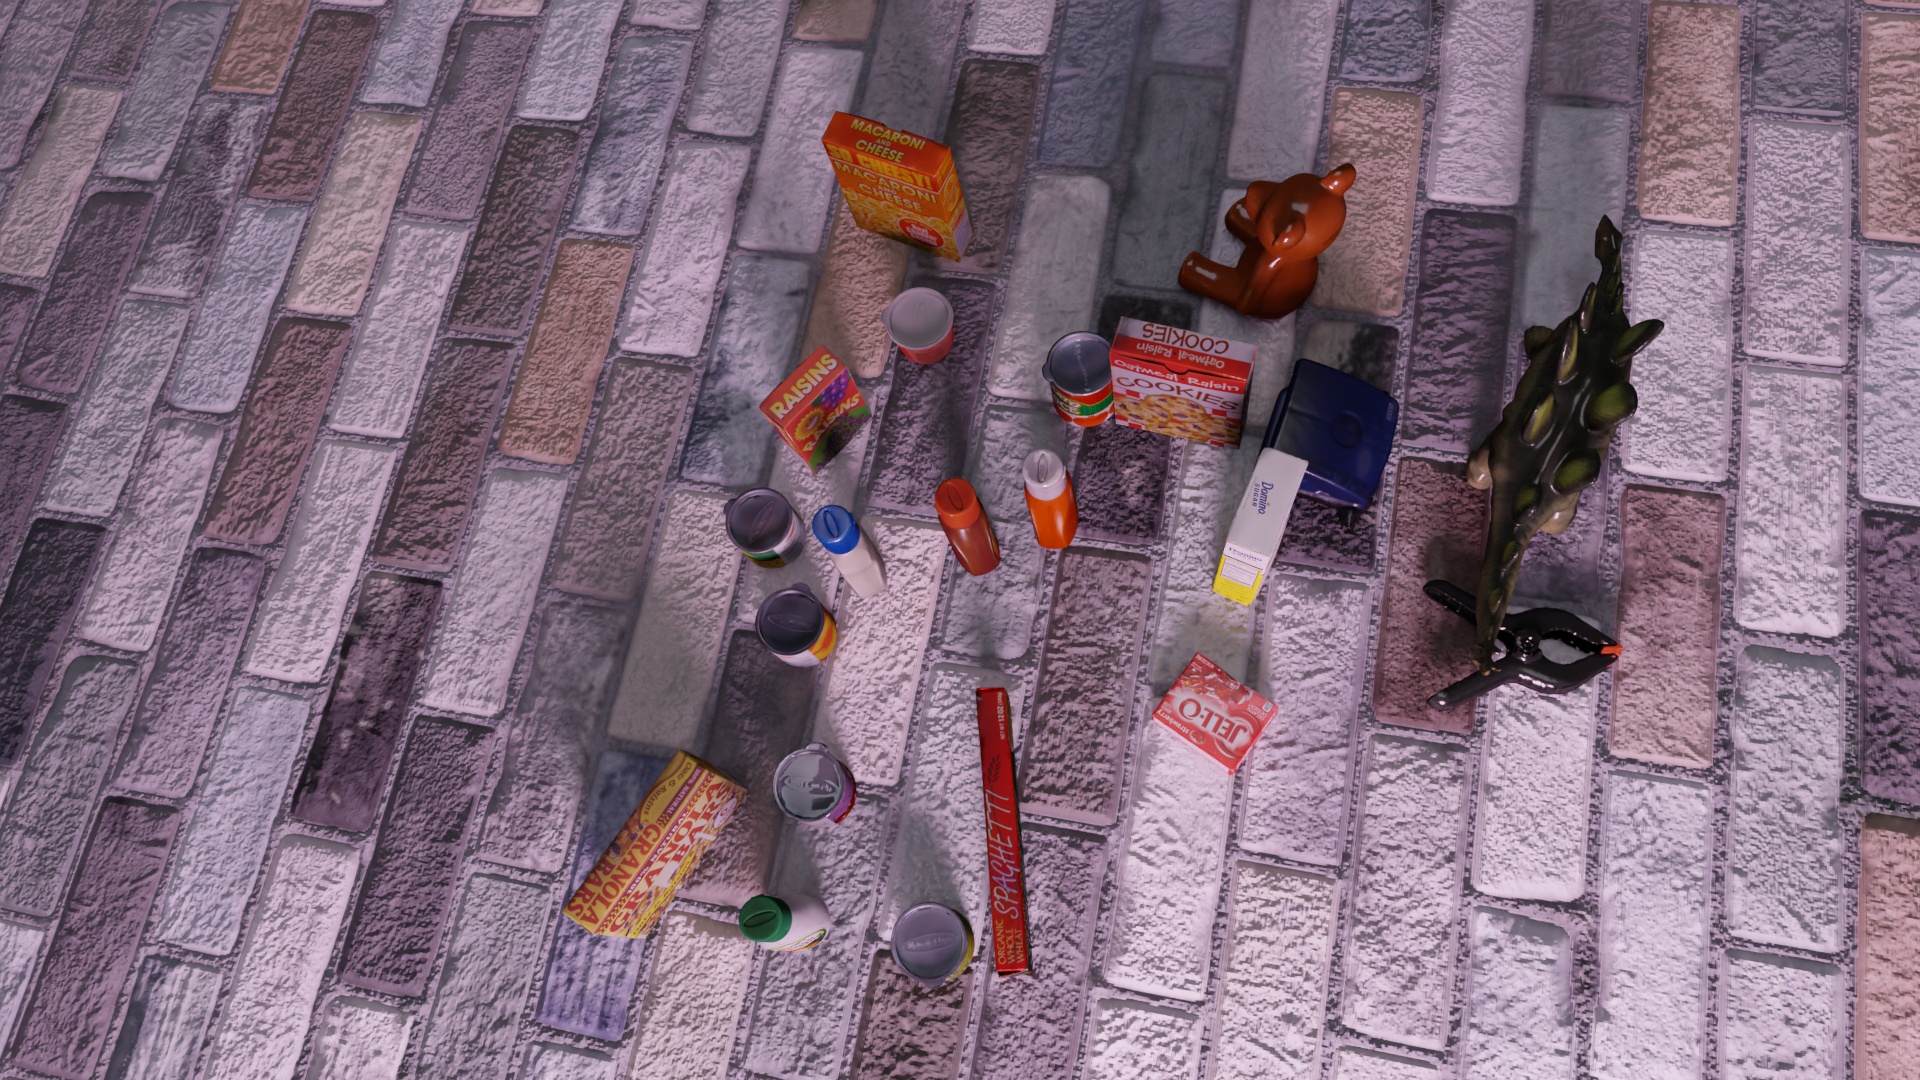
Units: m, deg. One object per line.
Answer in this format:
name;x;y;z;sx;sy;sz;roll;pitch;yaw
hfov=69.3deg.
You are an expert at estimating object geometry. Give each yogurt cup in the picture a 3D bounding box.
yogurt cup;-0.038;-0.213;1.396;0.072;0.054;0.072;-2;72;7

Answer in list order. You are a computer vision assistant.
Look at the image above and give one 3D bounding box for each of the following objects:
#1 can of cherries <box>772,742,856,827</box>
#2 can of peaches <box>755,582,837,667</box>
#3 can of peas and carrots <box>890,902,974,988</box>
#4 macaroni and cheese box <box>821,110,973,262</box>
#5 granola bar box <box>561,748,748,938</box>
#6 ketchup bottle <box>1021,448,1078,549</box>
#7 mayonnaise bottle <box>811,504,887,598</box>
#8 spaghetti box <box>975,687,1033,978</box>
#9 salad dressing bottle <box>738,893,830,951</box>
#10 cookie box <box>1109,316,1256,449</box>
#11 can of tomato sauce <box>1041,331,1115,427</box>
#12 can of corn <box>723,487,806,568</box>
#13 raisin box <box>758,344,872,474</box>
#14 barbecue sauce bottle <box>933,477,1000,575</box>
can of cherries;-0.130;0.223;1.263;0.071;0.058;0.071;-2;72;7
can of peaches;-0.153;0.081;1.314;0.071;0.058;0.071;-2;72;7
can of peas and carrots;-0.022;0.352;1.205;0.071;0.058;0.071;-2;72;7
macaroni and cheese box;-0.060;-0.351;1.385;0.124;0.166;0.040;22;77;14
granola bar box;-0.265;0.272;1.232;0.039;0.124;0.166;32;79;16
ketchup bottle;0.082;-0.042;1.272;0.043;0.148;0.065;1;73;9
mayonnaise bottle;-0.103;0.006;1.283;0.041;0.147;0.065;-25;71;0
spaghetti box;0.038;0.257;1.233;0.029;0.050;0.251;-6;71;6
salad dressing bottle;-0.152;0.326;1.186;0.064;0.147;0.044;-19;71;2
cookie box;0.204;-0.141;1.278;0.123;0.167;0.040;14;75;12
can of tomato sauce;0.117;-0.153;1.339;0.071;0.083;0.071;-2;72;8
can of corn;-0.190;-0.012;1.350;0.071;0.058;0.071;-2;72;7
raisin box;-0.138;-0.125;1.345;0.086;0.123;0.040;-45;72;-7
barbecue sauce bottle;0.005;-0.016;1.275;0.044;0.148;0.065;-24;71;0
